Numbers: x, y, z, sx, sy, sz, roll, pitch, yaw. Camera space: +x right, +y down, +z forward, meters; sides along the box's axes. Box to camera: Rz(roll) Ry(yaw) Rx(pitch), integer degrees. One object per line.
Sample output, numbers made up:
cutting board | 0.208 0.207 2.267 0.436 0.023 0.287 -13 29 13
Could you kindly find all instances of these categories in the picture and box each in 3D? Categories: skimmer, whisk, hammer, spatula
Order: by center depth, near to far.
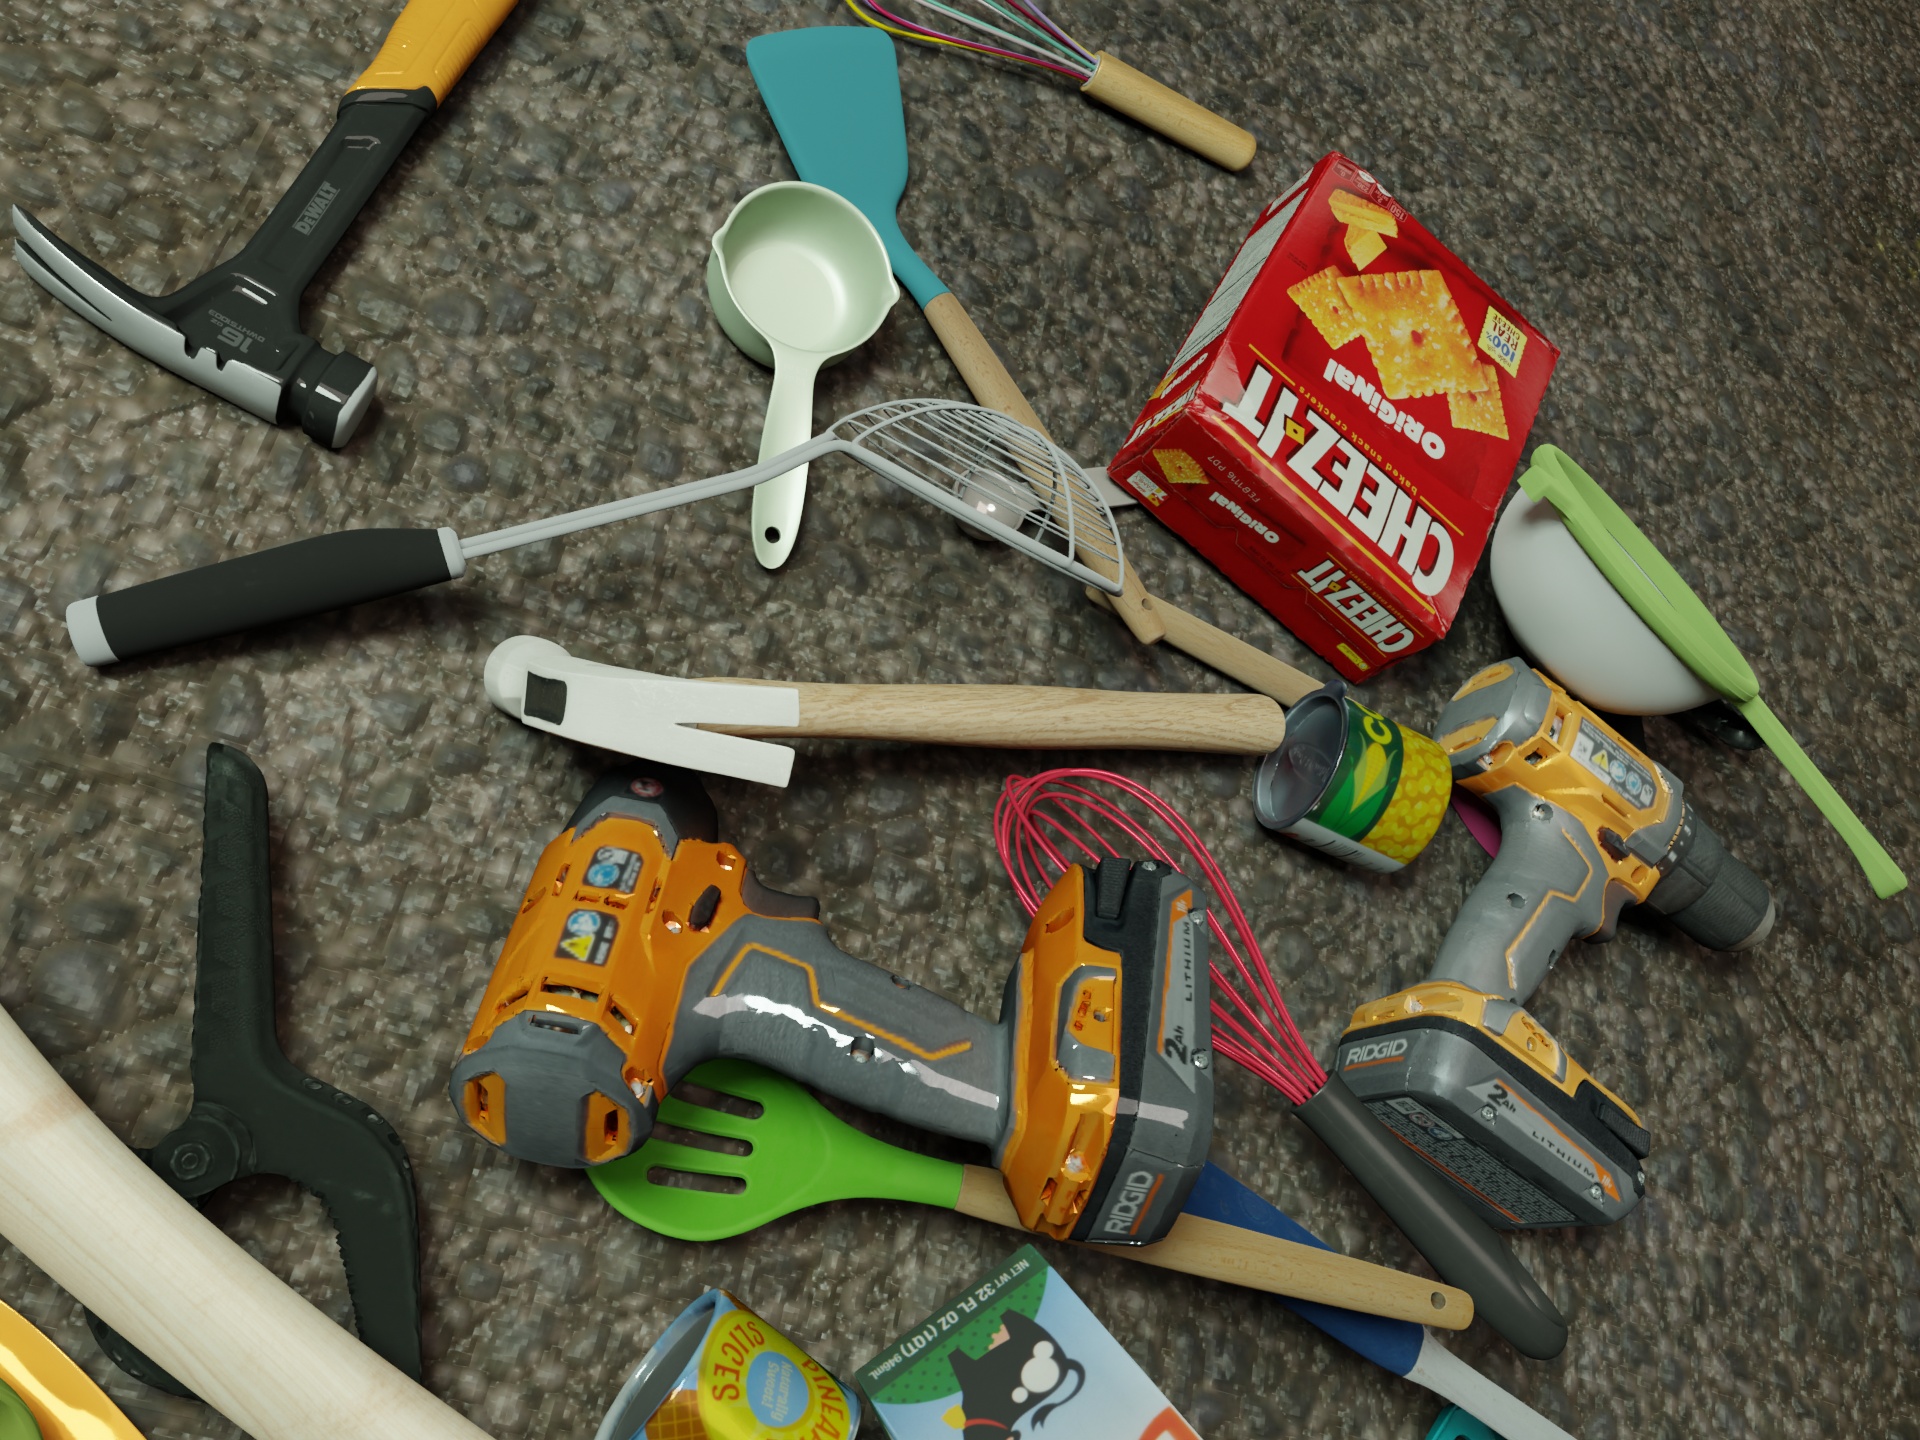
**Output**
hammer | -0.180 0.192 0.434 0.410 0.038 0.146 42 88 -5
skimmer | -0.115 -0.047 0.577 0.363 0.127 0.090 -16 111 -15
hammer | 0.177 0.238 0.596 0.405 0.035 0.144 34 28 1
whisk | 0.121 0.127 0.610 0.296 0.073 0.073 47 57 8
hammer | -0.001 -0.002 0.612 0.331 0.130 0.031 2 98 -34
hammer | -0.228 -0.266 0.641 0.127 0.034 0.337 28 60 -15
spatula | 0.006 -0.171 0.702 0.082 0.044 0.318 -23 75 -36
whisk | 0.046 -0.336 0.805 0.244 0.051 0.047 19 83 -23

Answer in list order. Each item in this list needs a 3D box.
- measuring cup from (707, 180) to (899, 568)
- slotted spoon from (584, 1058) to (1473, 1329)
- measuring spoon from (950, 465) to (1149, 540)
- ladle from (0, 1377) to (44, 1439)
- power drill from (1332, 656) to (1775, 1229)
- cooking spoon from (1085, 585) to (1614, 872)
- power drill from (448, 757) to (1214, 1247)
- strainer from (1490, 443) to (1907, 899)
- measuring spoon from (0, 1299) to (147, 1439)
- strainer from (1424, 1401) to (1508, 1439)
measuring cup | -0.075 -0.142 0.669 0.083 0.038 0.168 10 79 -23
slotted spoon | 0.024 0.168 0.545 0.313 0.031 0.070 14 64 -2
measuring spoon | 0.044 -0.099 0.721 0.124 0.018 0.034 -13 72 -37
ladle | -0.191 0.284 0.421 0.320 0.062 0.078 44 76 -7
power drill | 0.270 0.107 0.699 0.185 0.084 0.226 36 59 -12
cooking spoon | 0.195 0.006 0.746 0.318 0.017 0.069 26 60 -16
power drill | -0.035 0.081 0.536 0.226 0.084 0.164 11 42 -3
strainer | 0.329 -0.011 0.743 0.256 0.069 0.151 54 26 7
measuring spoon | -0.253 0.198 0.453 0.117 0.011 0.021 42 57 -1
strainer | 0.114 0.334 0.499 0.211 0.095 0.340 41 51 14
